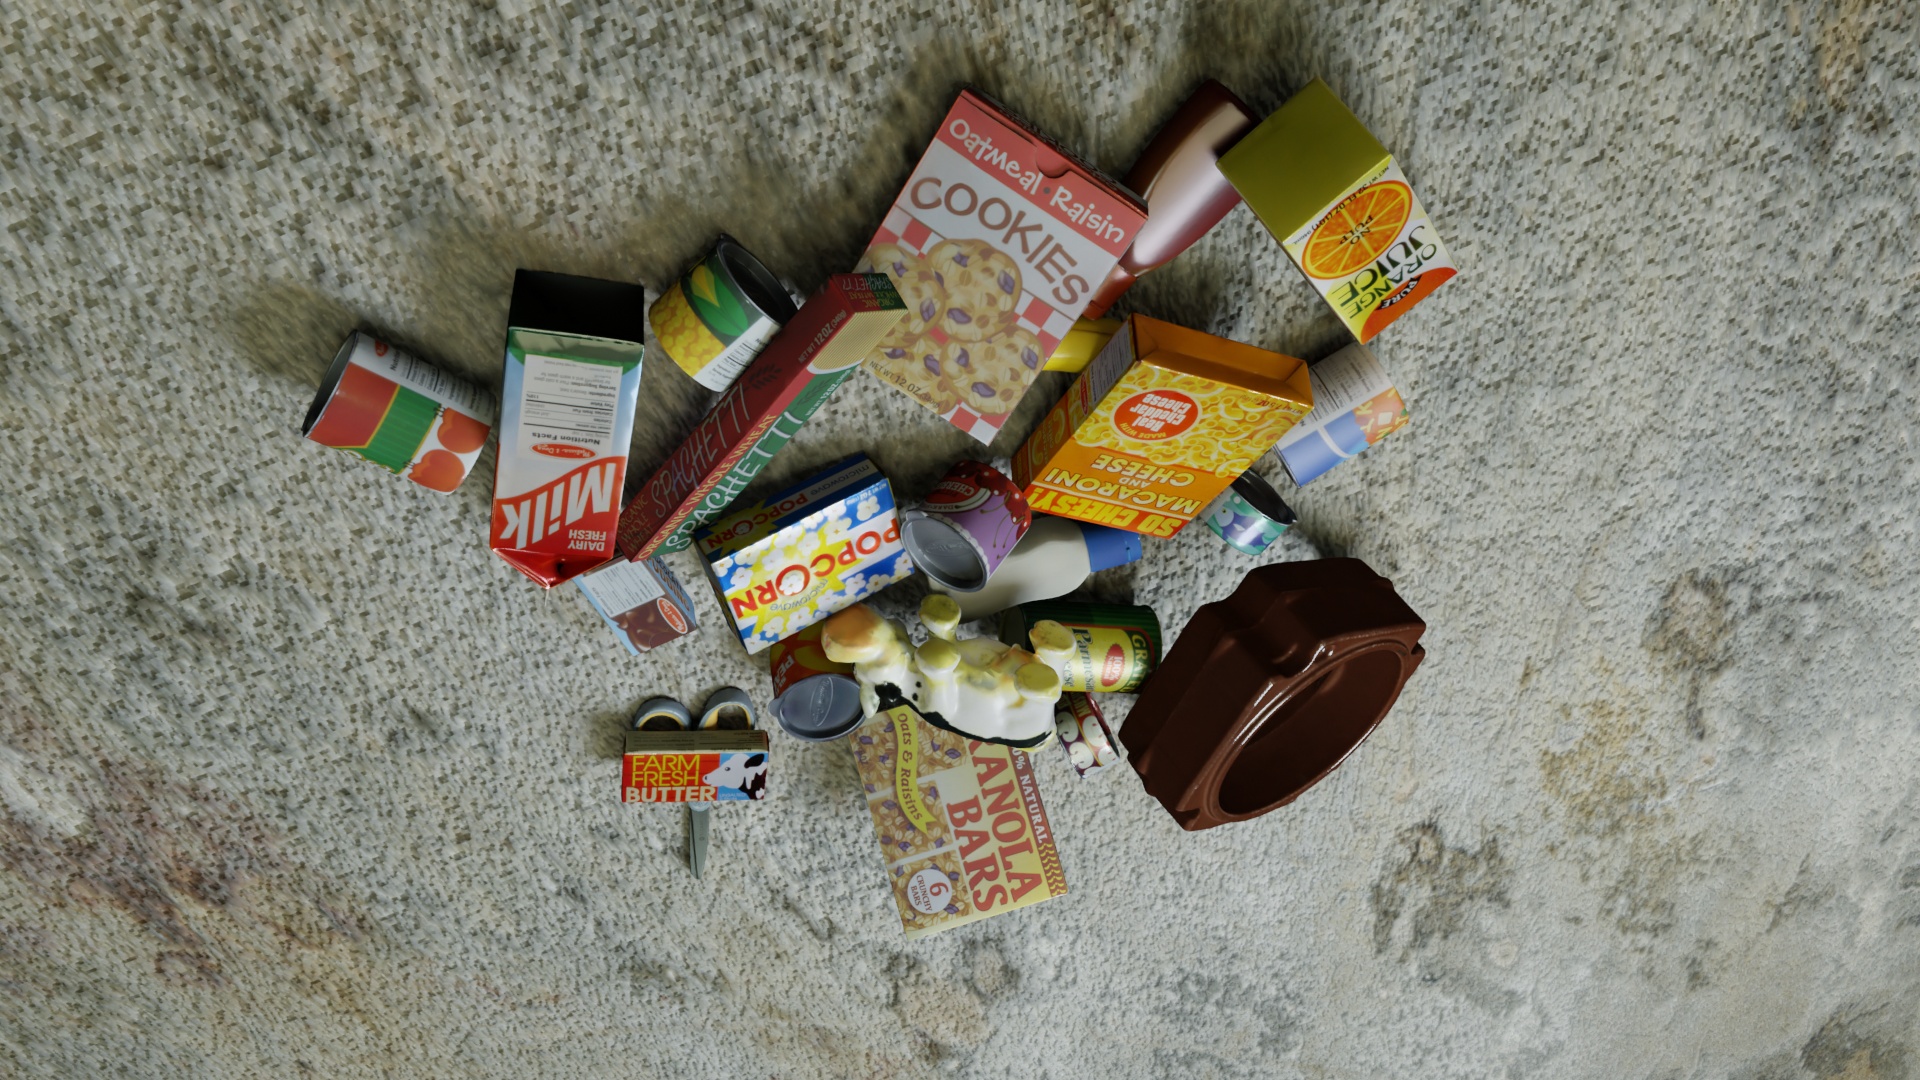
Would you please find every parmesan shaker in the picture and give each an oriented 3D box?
[{"bbox_3d":[0.085,0.079,1.003,0.103,0.071,0.071,4,127,-17],"label":"parmesan shaker"}]

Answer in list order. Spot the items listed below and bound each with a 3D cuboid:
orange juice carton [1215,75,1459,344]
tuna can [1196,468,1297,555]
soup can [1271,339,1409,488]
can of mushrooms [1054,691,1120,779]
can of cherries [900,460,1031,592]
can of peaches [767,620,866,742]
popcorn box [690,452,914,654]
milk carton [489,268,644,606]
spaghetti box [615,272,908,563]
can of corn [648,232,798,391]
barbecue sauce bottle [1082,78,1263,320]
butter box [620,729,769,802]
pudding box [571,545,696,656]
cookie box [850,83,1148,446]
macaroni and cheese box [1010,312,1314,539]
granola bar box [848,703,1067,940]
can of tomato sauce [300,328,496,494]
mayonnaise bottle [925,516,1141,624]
[{"bbox_3d":[0.229,-0.179,0.811,0.071,0.073,0.192,-39,148,17],"label":"orange juice carton"},{"bbox_3d":[0.194,-0.022,0.951,0.071,0.071,0.032,25,120,-29],"label":"tuna can"},{"bbox_3d":[0.243,-0.082,0.918,0.083,0.072,0.071,-31,128,10],"label":"soup can"},{"bbox_3d":[0.092,0.143,1.058,0.033,0.071,0.070,-27,129,8],"label":"can of mushrooms"},{"bbox_3d":[0.003,-0.011,0.900,0.071,0.059,0.071,27,146,20],"label":"can of cherries"},{"bbox_3d":[-0.102,0.098,0.978,0.071,0.058,0.070,-7,129,-8],"label":"can of peaches"},{"bbox_3d":[-0.099,0.008,0.899,0.127,0.038,0.084,-27,133,-14],"label":"popcorn box"},{"bbox_3d":[-0.234,-0.055,0.816,0.073,0.073,0.189,6,125,-18],"label":"milk carton"},{"bbox_3d":[-0.125,-0.066,0.816,0.249,0.029,0.050,-42,165,34],"label":"spaghetti box"},{"bbox_3d":[-0.135,-0.129,0.788,0.058,0.071,0.071,-38,127,17],"label":"can of corn"},{"bbox_3d":[0.117,-0.193,0.812,0.065,0.044,0.148,26,118,-36],"label":"barbecue sauce bottle"},{"bbox_3d":[-0.193,0.163,1.007,0.104,0.024,0.052,1,126,-13],"label":"butter box"},{"bbox_3d":[-0.216,0.034,0.917,0.049,0.030,0.083,-24,129,4],"label":"pudding box"},{"bbox_3d":[0.011,-0.154,0.794,0.123,0.040,0.166,32,117,-9],"label":"cookie box"},{"bbox_3d":[0.122,-0.067,0.878,0.124,0.040,0.165,12,147,-21],"label":"macaroni and cheese box"},{"bbox_3d":[-0.003,0.195,1.029,0.124,0.039,0.165,-16,88,-1],"label":"granola bar box"},{"bbox_3d":[-0.317,-0.070,0.786,0.083,0.071,0.071,27,117,-31],"label":"can of tomato sauce"},{"bbox_3d":[0.050,0.014,0.962,0.148,0.041,0.064,-14,130,-4],"label":"mayonnaise bottle"}]
